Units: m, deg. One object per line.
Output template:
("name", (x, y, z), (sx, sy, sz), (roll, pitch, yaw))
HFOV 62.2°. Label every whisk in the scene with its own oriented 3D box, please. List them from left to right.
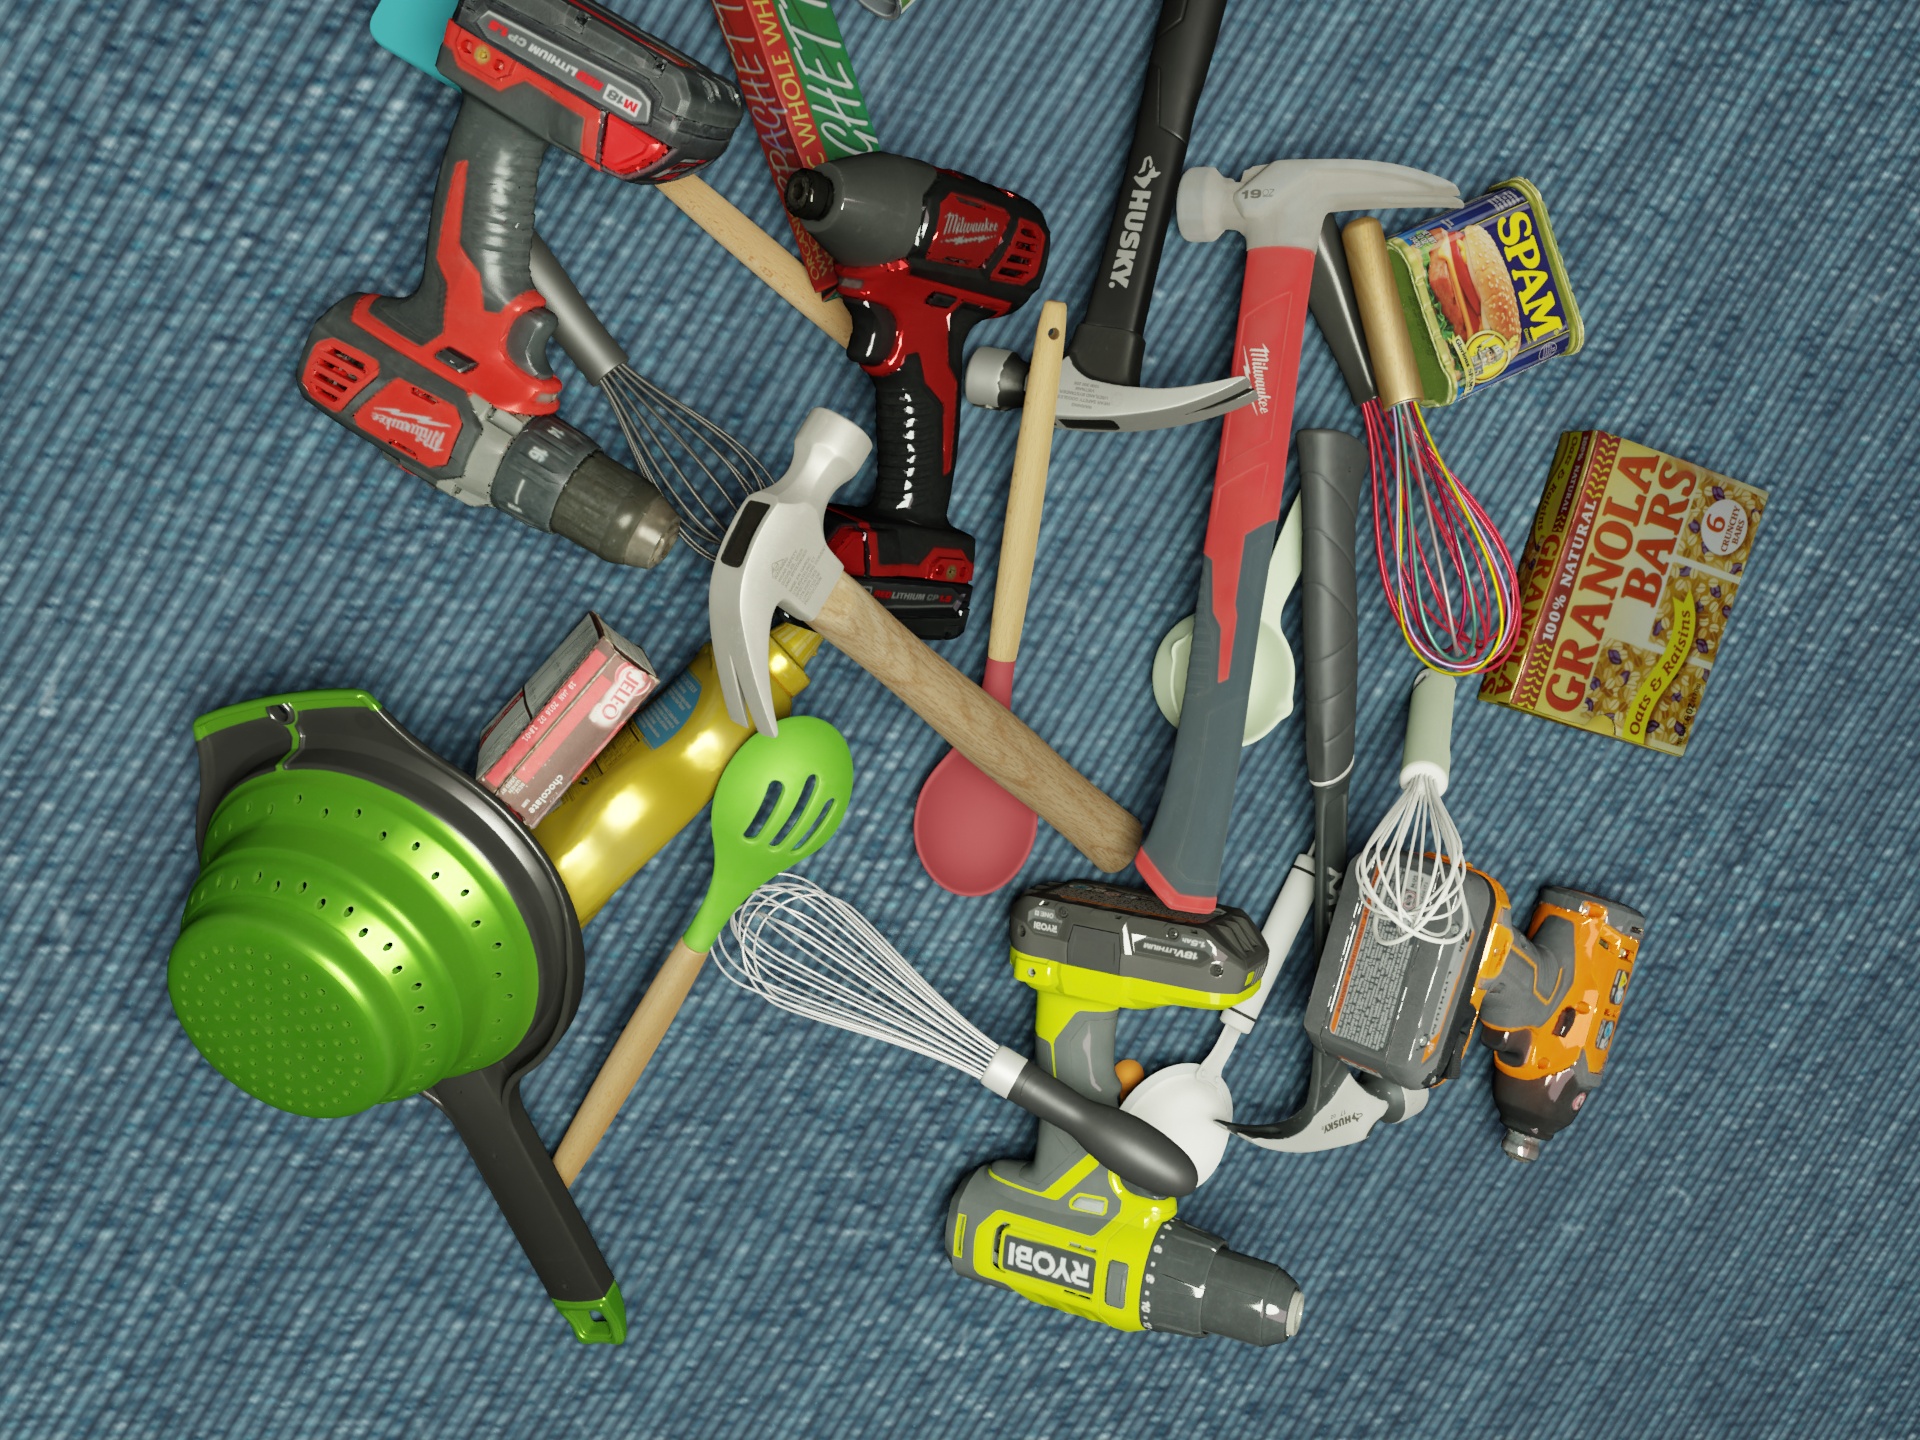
("whisk", (-0.170, -0.174, 0.779), (0.055, 0.055, 0.239), (-40, 101, -5))
("whisk", (-0.006, 0.163, 0.812), (0.285, 0.070, 0.070), (30, 91, 11))
("whisk", (0.234, -0.160, 0.875), (0.073, 0.073, 0.295), (-26, 98, -9))
("whisk", (0.231, -0.142, 0.826), (0.051, 0.047, 0.245), (-10, 85, -27))
("whisk", (0.243, 0.037, 0.832), (0.059, 0.246, 0.057), (30, 126, 0))

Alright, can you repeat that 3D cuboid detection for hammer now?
("hammer", (-0.001, -0.002, 0.775), (0.331, 0.031, 0.130), (40, 75, -44))
("hammer", (0.111, -0.309, 0.809), (0.146, 0.035, 0.335), (14, 89, 21))
("hammer", (0.158, -0.092, 0.814), (0.143, 0.038, 0.386), (8, 90, 25))
("hammer", (0.200, 0.046, 0.877), (0.149, 0.036, 0.409), (-10, 103, -35))

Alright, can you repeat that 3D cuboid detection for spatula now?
("spatula", (-0.129, -0.255, 0.777), (0.317, 0.044, 0.082), (37, 89, -17))

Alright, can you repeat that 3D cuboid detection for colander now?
("colander", (-0.258, 0.180, 0.751), (0.204, 0.094, 0.396), (-8, 116, 22))

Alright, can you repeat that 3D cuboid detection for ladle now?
("ladle", (0.024, -0.057, 0.825), (0.069, 0.031, 0.315), (3, 110, -14))

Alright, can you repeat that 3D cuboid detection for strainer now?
("strainer", (0.156, 0.179, 0.912), (0.086, 0.050, 0.258), (30, 84, -32))

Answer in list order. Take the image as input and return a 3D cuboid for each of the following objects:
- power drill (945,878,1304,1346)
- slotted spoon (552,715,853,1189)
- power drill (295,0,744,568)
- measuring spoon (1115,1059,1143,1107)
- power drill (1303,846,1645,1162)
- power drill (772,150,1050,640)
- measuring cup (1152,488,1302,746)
("power drill", (0.096, 0.211, 0.846), (0.191, 0.080, 0.228), (8, 96, 25))
("slotted spoon", (-0.142, 0.132, 0.796), (0.070, 0.031, 0.313), (18, 114, -34))
("power drill", (-0.179, -0.194, 0.716), (0.188, 0.080, 0.226), (31, 111, 0))
("measuring spoon", (0.105, 0.254, 0.929), (0.021, 0.011, 0.117), (-11, 101, -12))
("power drill", (0.294, 0.163, 0.893), (0.226, 0.084, 0.164), (17, 89, -40))
("power drill", (-0.039, -0.154, 0.759), (0.143, 0.079, 0.219), (0, 107, -46))
("measuring cup", (0.162, -0.065, 0.883), (0.083, 0.038, 0.167), (26, 87, -20))
